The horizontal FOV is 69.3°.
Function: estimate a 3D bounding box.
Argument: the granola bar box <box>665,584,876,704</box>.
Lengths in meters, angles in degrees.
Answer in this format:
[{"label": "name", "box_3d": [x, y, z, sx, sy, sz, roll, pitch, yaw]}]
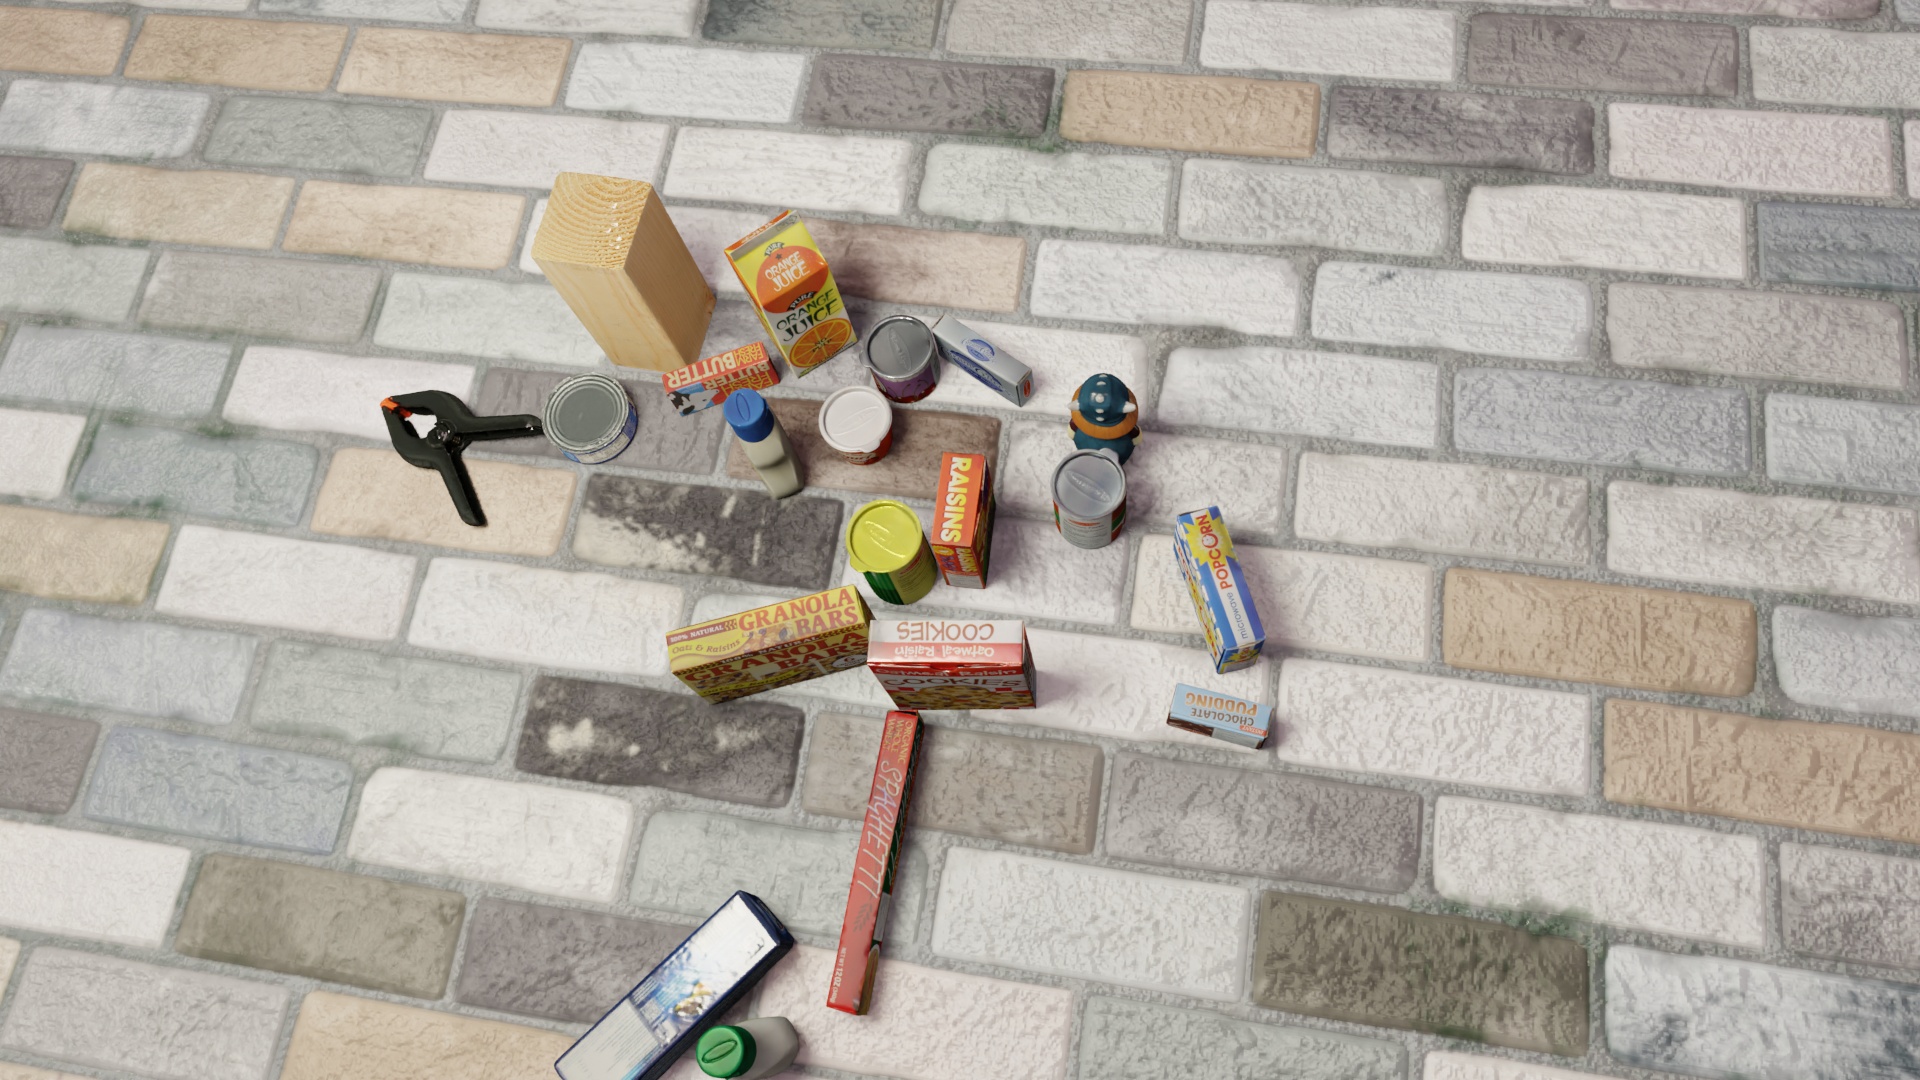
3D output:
[{"label": "granola bar box", "box_3d": [-0.155, 0.091, 1.198, 0.166, 0.124, 0.039, -15, 70, 1]}]

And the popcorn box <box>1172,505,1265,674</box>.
[{"label": "popcorn box", "box_3d": [0.221, 0.043, 1.194, 0.038, 0.085, 0.127, -16, 70, 1]}]

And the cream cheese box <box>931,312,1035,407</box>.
[{"label": "cream cheese box", "box_3d": [0.022, -0.169, 1.309, 0.104, 0.053, 0.024, 35, 78, 17]}]

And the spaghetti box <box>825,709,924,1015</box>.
[{"label": "spaghetti box", "box_3d": [-0.069, 0.266, 1.165, 0.029, 0.050, 0.251, 8, 71, 9]}]

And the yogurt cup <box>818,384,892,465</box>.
[{"label": "yogurt cup", "box_3d": [-0.094, -0.105, 1.299, 0.072, 0.053, 0.072, -2, 70, 6]}]

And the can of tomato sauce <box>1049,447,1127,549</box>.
[{"label": "can of tomato sauce", "box_3d": [0.115, -0.037, 1.236, 0.071, 0.083, 0.071, -2, 70, 6]}]

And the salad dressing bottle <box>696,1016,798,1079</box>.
[{"label": "salad dressing bottle", "box_3d": [-0.166, 0.395, 1.077, 0.064, 0.147, 0.044, -27, 70, -3]}]

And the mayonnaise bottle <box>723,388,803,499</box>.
[{"label": "mayonnaise bottle", "box_3d": [-0.178, -0.090, 1.253, 0.041, 0.147, 0.065, -21, 70, -1]}]

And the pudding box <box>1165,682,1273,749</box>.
[{"label": "pudding box", "box_3d": [0.218, 0.149, 1.175, 0.084, 0.049, 0.030, 14, 73, 11]}]

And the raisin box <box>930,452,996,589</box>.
[{"label": "raisin box", "box_3d": [0.004, -0.015, 1.219, 0.040, 0.123, 0.086, 6, 72, 8]}]

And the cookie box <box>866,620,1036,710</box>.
[{"label": "cookie box", "box_3d": [-0.003, 0.106, 1.152, 0.123, 0.167, 0.040, -1, 71, 6]}]

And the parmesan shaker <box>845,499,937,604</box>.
[{"label": "parmesan shaker", "box_3d": [-0.062, 0.014, 1.226, 0.071, 0.102, 0.071, -2, 71, 6]}]

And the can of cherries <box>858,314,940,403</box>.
[{"label": "can of cherries", "box_3d": [-0.057, -0.171, 1.316, 0.071, 0.058, 0.071, -2, 70, 6]}]

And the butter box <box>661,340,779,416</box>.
[{"label": "butter box", "box_3d": [-0.229, -0.155, 1.332, 0.103, 0.053, 0.024, -19, 70, -1]}]

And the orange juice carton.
[{"label": "orange juice carton", "box_3d": [-0.158, -0.233, 1.278, 0.072, 0.192, 0.073, -33, 71, -5]}]
